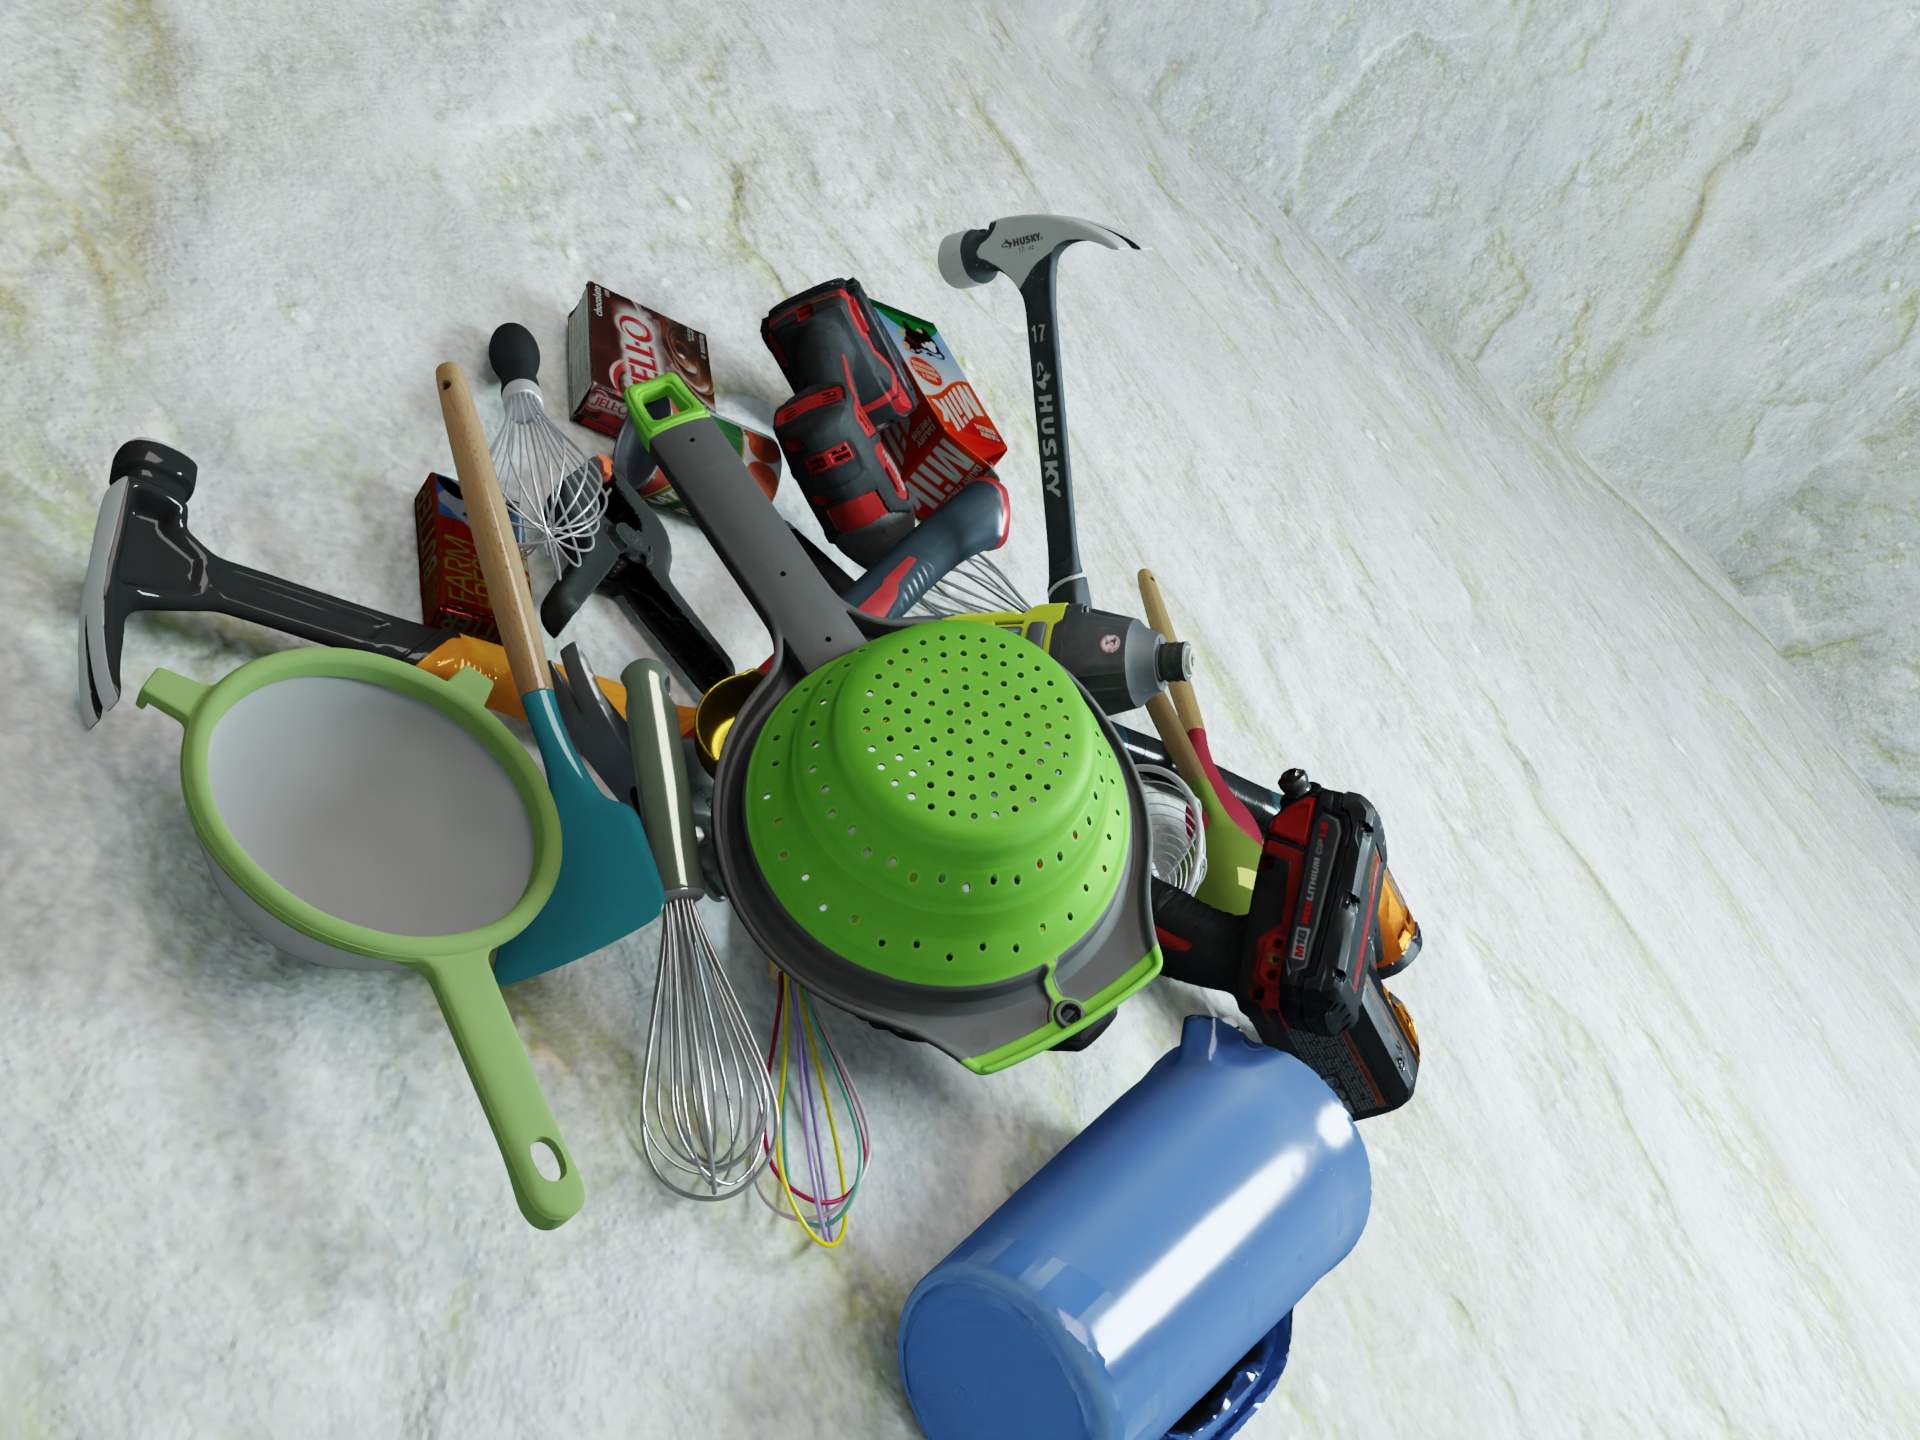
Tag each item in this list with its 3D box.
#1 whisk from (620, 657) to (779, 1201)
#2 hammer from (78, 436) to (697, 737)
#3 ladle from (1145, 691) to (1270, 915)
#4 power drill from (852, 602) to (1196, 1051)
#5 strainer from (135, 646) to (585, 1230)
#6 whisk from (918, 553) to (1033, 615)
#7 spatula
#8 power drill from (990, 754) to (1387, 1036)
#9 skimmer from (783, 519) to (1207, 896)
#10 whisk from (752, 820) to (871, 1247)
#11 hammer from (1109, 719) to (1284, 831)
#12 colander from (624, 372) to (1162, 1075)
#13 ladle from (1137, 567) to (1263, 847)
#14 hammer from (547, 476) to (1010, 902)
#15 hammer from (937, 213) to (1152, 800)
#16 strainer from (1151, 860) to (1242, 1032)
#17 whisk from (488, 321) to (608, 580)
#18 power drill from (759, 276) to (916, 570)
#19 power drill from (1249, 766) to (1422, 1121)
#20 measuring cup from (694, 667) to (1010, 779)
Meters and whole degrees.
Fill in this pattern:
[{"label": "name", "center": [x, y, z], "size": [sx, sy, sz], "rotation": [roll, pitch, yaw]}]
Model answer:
[{"label": "whisk", "center": [-0.124, 0.086, 0.701], "size": [0.057, 0.059, 0.246], "rotation": [85, -7, -70]}, {"label": "hammer", "center": [-0.231, -0.018, 0.751], "size": [0.336, 0.034, 0.127], "rotation": [20, 54, -40]}, {"label": "ladle", "center": [0.145, 0.038, 1.061], "size": [0.078, 0.062, 0.320], "rotation": [24, 25, -24]}, {"label": "power drill", "center": [0.026, 0.046, 0.805], "size": [0.080, 0.171, 0.223], "rotation": [49, 45, -55]}, {"label": "strainer", "center": [-0.217, 0.089, 0.619], "size": [0.151, 0.069, 0.257], "rotation": [-3, 55, -51]}, {"label": "whisk", "center": [0.052, -0.073, 1.156], "size": [0.238, 0.055, 0.055], "rotation": [23, 36, -38]}, {"label": "spatula", "center": [-0.204, -0.037, 0.727], "size": [0.318, 0.082, 0.044], "rotation": [69, 11, 19]}, {"label": "power drill", "center": [0.106, 0.065, 0.848], "size": [0.080, 0.227, 0.188], "rotation": [50, 52, -60]}, {"label": "skimmer", "center": [-0.002, -0.003, 0.960], "size": [0.363, 0.127, 0.090], "rotation": [44, 10, 14]}, {"label": "whisk", "center": [-0.079, 0.135, 0.753], "size": [0.047, 0.051, 0.245], "rotation": [18, 36, -28]}, {"label": "hammer", "center": [0.123, 0.021, 1.134], "size": [0.330, 0.033, 0.128], "rotation": [23, 37, -31]}, {"label": "colander", "center": [-0.049, -0.038, 0.722], "size": [0.204, 0.094, 0.397], "rotation": [-26, 68, -23]}, {"label": "ladle", "center": [0.166, -0.007, 1.160], "size": [0.069, 0.031, 0.316], "rotation": [23, 37, -29]}, {"label": "hammer", "center": [-0.074, -0.064, 0.896], "size": [0.143, 0.038, 0.386], "rotation": [52, 39, -10]}, {"label": "hammer", "center": [0.068, -0.102, 0.975], "size": [0.036, 0.149, 0.409], "rotation": [-15, 103, -41]}, {"label": "strainer", "center": [0.154, 0.182, 0.968], "size": [0.259, 0.050, 0.086], "rotation": [61, 6, 17]}, {"label": "whisk", "center": [-0.240, -0.165, 0.880], "size": [0.070, 0.070, 0.285], "rotation": [23, 24, -31]}, {"label": "power drill", "center": [-0.074, -0.193, 1.069], "size": [0.220, 0.078, 0.143], "rotation": [-100, 165, -51]}, {"label": "power drill", "center": [0.244, 0.138, 1.051], "size": [0.164, 0.084, 0.226], "rotation": [60, 27, -14]}, {"label": "measuring cup", "center": [-0.051, 0.010, 0.771], "size": [0.156, 0.029, 0.062], "rotation": [2, 59, -15]}]
